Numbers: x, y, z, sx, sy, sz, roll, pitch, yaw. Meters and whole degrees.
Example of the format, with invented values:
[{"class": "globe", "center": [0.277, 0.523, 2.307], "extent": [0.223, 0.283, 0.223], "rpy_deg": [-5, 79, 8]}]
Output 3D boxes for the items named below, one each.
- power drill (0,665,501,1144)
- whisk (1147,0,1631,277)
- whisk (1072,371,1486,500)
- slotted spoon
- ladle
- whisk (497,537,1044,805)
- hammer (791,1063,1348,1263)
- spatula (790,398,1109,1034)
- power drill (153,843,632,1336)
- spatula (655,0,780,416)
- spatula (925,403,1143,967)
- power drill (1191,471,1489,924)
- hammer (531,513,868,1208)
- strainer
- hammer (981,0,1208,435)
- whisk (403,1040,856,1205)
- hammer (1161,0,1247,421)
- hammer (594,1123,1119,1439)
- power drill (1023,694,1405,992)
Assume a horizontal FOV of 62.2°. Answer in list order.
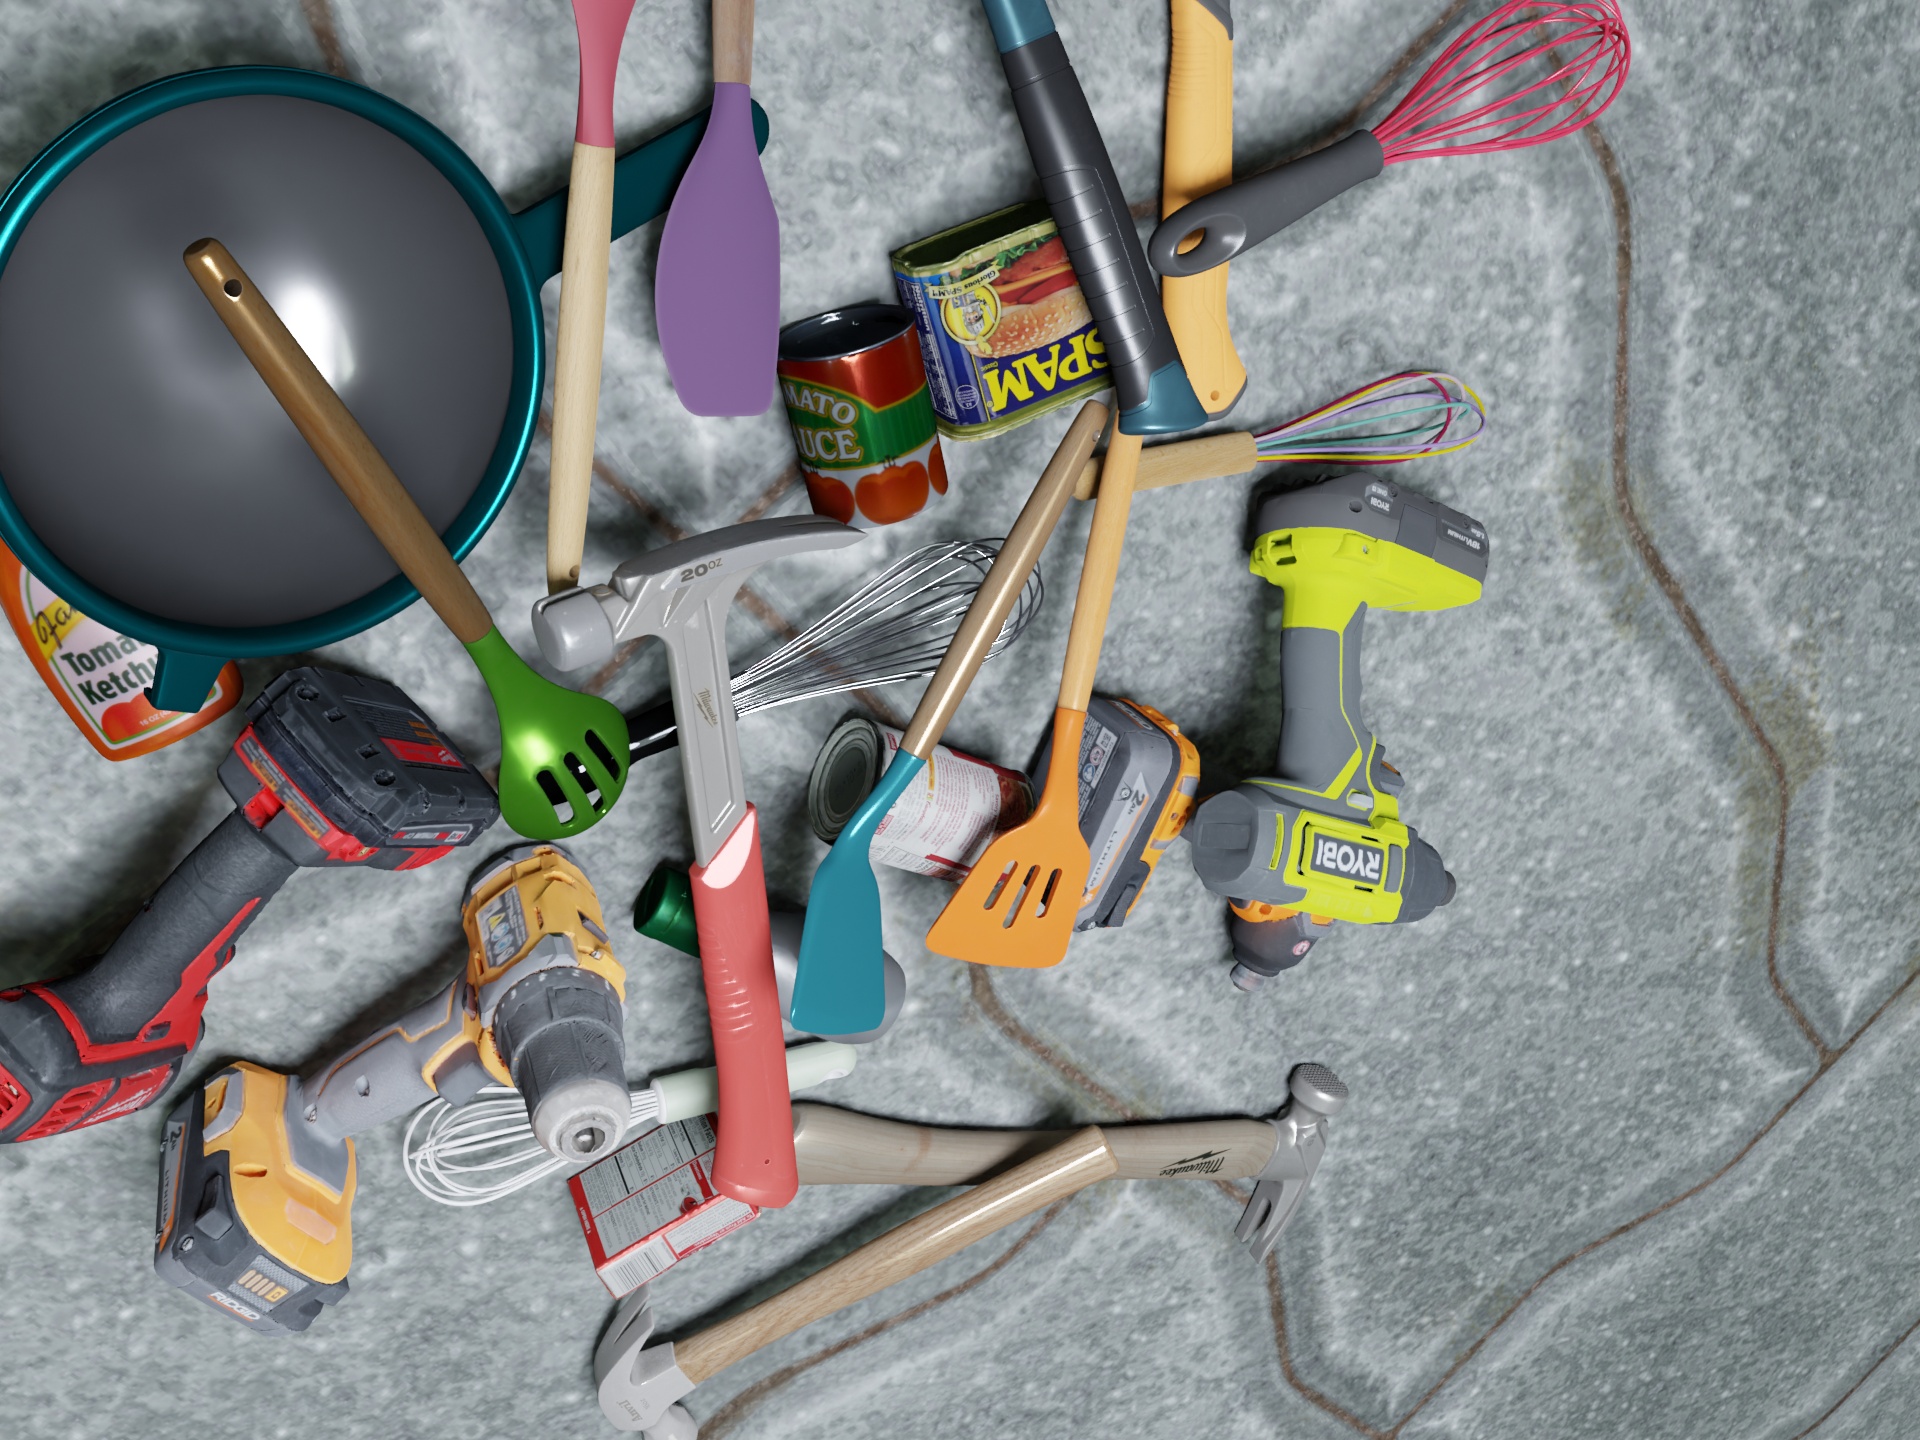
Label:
[{"class": "power drill", "center": [-0.309, 0.083, 0.672], "extent": [0.219, 0.143, 0.078], "rpy_deg": [-44, 83, 0]}, {"class": "whisk", "center": [0.210, -0.281, 0.765], "extent": [0.296, 0.073, 0.073], "rpy_deg": [-30, 124, -16]}, {"class": "whisk", "center": [0.170, -0.149, 0.845], "extent": [0.245, 0.051, 0.047], "rpy_deg": [-12, 96, -15]}, {"class": "slotted spoon", "center": [-0.204, -0.051, 0.623], "extent": [0.070, 0.031, 0.313], "rpy_deg": [-46, 141, -21]}, {"class": "ladle", "center": [-0.143, -0.192, 0.604], "extent": [0.069, 0.031, 0.315], "rpy_deg": [-28, 134, -54]}, {"class": "whisk", "center": [-0.089, -0.021, 0.771], "extent": [0.284, 0.070, 0.070], "rpy_deg": [-23, 122, -9]}, {"class": "hammer", "center": [0.060, 0.282, 1.002], "extent": [0.410, 0.038, 0.146], "rpy_deg": [8, 112, -28]}, {"class": "spatula", "center": [-0.001, -0.002, 0.743], "extent": [0.082, 0.044, 0.317], "rpy_deg": [20, 99, -60]}, {"class": "power drill", "center": [-0.245, 0.176, 0.713], "extent": [0.226, 0.186, 0.084], "rpy_deg": [-38, 126, -1]}, {"class": "spatula", "center": [-0.092, -0.280, 0.632], "extent": [0.059, 0.018, 0.315], "rpy_deg": [-8, 109, -38]}, {"class": "spatula", "center": [0.056, -0.030, 0.798], "extent": [0.081, 0.041, 0.322], "rpy_deg": [11, 90, -25]}, {"class": "power drill", "center": [0.213, -0.005, 0.852], "extent": [0.171, 0.080, 0.223], "rpy_deg": [15, 80, -33]}, {"class": "hammer", "center": [-0.100, 0.084, 0.751], "extent": [0.149, 0.037, 0.358], "rpy_deg": [-22, 124, -31]}, {"class": "strainer", "center": [-0.225, -0.173, 0.617], "extent": [0.340, 0.095, 0.210], "rpy_deg": [-41, 140, -28]}, {"class": "hammer", "center": [0.032, -0.270, 0.667], "extent": [0.128, 0.033, 0.330], "rpy_deg": [-34, 112, -26]}, {"class": "whisk", "center": [-0.169, 0.205, 0.850], "extent": [0.246, 0.059, 0.057], "rpy_deg": [-9, 154, -26]}, {"class": "hammer", "center": [0.105, -0.301, 0.735], "extent": [0.127, 0.034, 0.336], "rpy_deg": [-16, 120, -21]}, {"class": "hammer", "center": [-0.060, 0.324, 0.936], "extent": [0.331, 0.031, 0.129], "rpy_deg": [-26, 129, -4]}, {"class": "power drill", "center": [0.140, 0.078, 0.915], "extent": [0.226, 0.084, 0.164], "rpy_deg": [12, 108, -34]}]
